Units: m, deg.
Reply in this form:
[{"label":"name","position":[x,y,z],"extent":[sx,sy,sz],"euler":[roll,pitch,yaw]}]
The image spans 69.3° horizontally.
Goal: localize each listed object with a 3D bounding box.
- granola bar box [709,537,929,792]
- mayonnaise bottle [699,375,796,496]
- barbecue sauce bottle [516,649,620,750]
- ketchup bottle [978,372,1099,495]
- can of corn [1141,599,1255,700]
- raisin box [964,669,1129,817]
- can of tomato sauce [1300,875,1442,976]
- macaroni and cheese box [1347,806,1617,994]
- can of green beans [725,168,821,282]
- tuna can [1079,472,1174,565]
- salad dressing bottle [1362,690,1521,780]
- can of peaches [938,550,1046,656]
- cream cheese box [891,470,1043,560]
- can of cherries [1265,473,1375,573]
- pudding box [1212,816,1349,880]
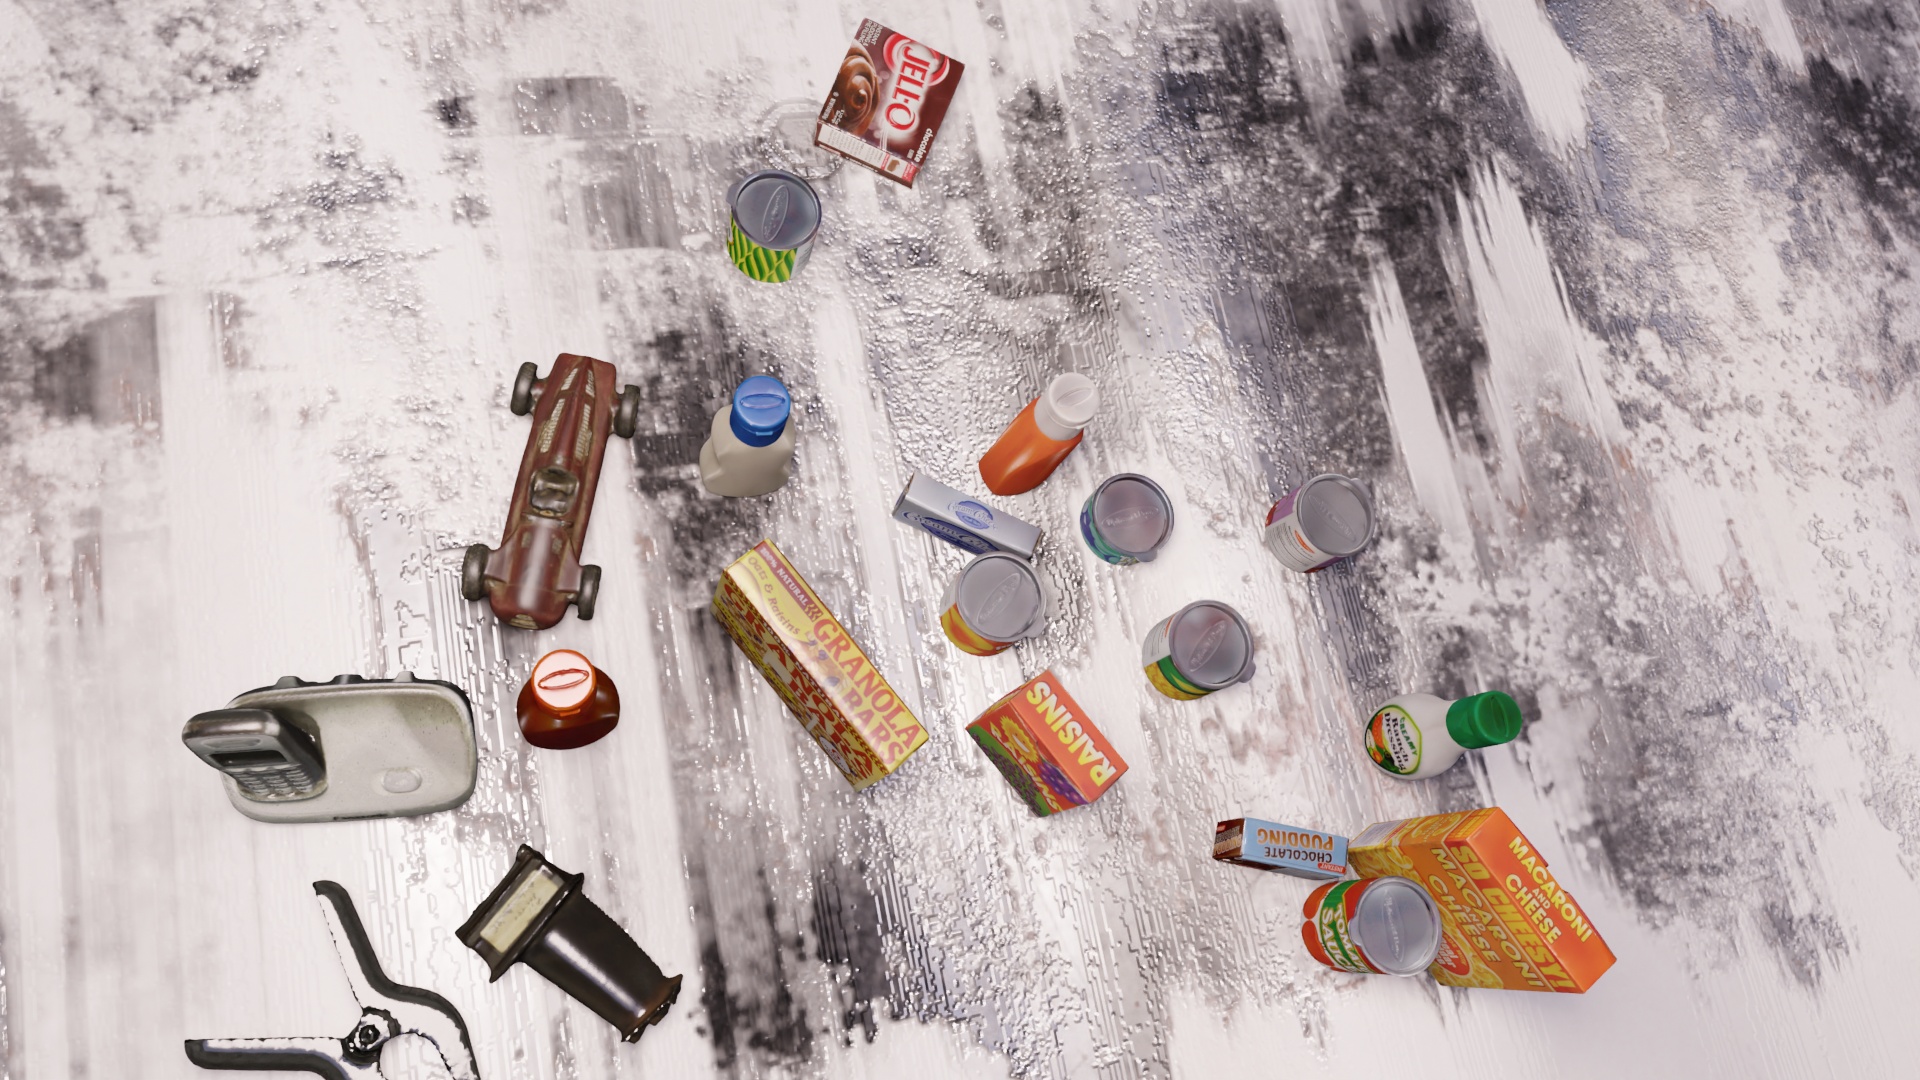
[{"label":"granola bar box","position":[-0.096,0.086,0.922],"extent":[0.039,0.124,0.165],"euler":[-38,86,-21]},{"label":"mayonnaise bottle","position":[-0.141,-0.069,0.943],"extent":[0.065,0.147,0.041],"euler":[-4,76,-15]},{"label":"barbecue sauce bottle","position":[-0.245,0.100,0.867],"extent":[0.065,0.148,0.044],"euler":[-10,77,-17]},{"label":"ketchup bottle","position":[0.060,-0.076,0.996],"extent":[0.065,0.148,0.043],"euler":[-25,82,-19]},{"label":"can of corn","position":[0.176,0.084,1.027],"extent":[0.071,0.058,0.071],"euler":[4,73,-13]},{"label":"raisin box","position":[0.055,0.140,0.945],"extent":[0.040,0.123,0.086],"euler":[-37,86,-20]},{"label":"can of tomato sauce","position":[0.288,0.274,0.986],"extent":[0.071,0.083,0.071],"euler":[4,73,-13]},{"label":"macaroni and cheese box","position":[0.354,0.250,0.965],"extent":[0.040,0.166,0.124],"euler":[-35,85,-20]},{"label":"can of green beans","position":[-0.141,-0.235,1.041],"extent":[0.071,0.057,0.071],"euler":[4,73,-13]},{"label":"tuna can","position":[0.127,-0.013,1.057],"extent":[0.071,0.032,0.071],"euler":[4,73,-13]},{"label":"salad dressing bottle","position":[0.347,0.138,1.007],"extent":[0.044,0.147,0.064],"euler":[-9,77,-16]},{"label":"can of peaches","position":[0.024,0.048,0.999],"extent":[0.071,0.058,0.071],"euler":[4,73,-13]},{"label":"cream cheese box","position":[0.004,-0.013,1.014],"extent":[0.104,0.053,0.024],"euler":[25,70,-6]},{"label":"can of cherries","position":[0.281,-0.014,1.082],"extent":[0.071,0.058,0.071],"euler":[4,73,-13]},{"label":"pudding box","position":[0.231,0.223,1.004],"extent":[0.084,0.049,0.030],"euler":[13,72,-10]}]
